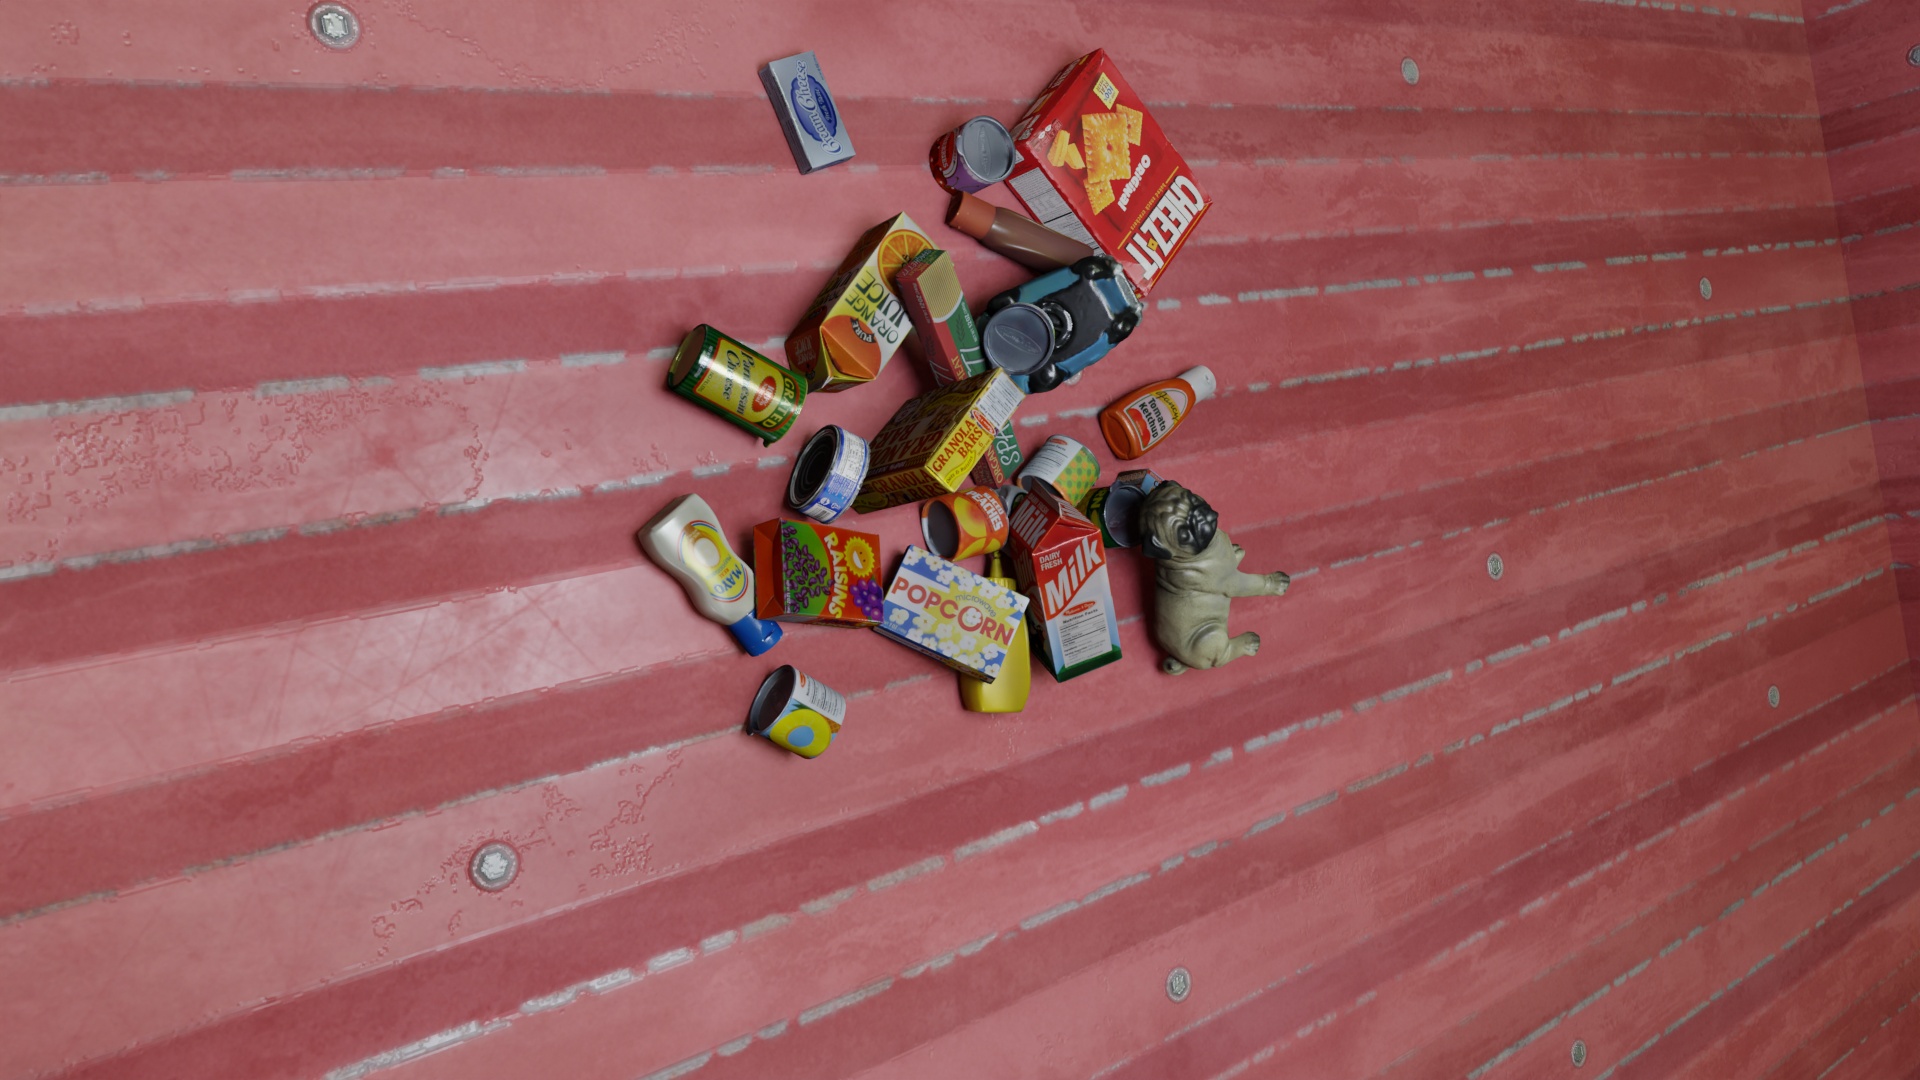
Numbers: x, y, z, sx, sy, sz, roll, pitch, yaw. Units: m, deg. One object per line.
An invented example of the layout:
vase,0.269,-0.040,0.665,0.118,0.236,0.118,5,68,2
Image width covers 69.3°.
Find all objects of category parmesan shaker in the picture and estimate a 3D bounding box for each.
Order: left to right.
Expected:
parmesan shaker,-0.195,-0.134,1.207,0.103,0.071,0.071,27,71,-29

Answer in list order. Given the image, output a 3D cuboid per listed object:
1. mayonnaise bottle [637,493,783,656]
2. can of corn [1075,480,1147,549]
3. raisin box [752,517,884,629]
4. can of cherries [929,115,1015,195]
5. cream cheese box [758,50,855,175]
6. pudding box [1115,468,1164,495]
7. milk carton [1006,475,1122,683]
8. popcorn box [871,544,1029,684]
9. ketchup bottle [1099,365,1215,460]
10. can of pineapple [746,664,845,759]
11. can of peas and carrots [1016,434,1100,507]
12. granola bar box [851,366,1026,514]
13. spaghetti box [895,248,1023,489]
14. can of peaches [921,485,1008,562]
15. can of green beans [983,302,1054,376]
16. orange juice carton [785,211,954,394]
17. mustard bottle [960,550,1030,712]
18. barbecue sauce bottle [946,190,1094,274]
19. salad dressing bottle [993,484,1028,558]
mayonnaise bottle,-0.209,0.033,1.195,0.065,0.041,0.147,-47,111,-32
can of corn,0.155,-0.026,1.440,0.071,0.058,0.071,3,84,-34
raisin box,-0.124,0.031,1.231,0.123,0.040,0.086,11,69,-49
can of cherries,0.010,-0.381,1.376,0.071,0.058,0.071,3,85,-34
cream cheese box,-0.142,-0.398,1.294,0.053,0.024,0.103,-29,101,-31
pudding box,0.209,-0.043,1.483,0.083,0.049,0.030,35,69,-27
milk carton,0.097,0.033,1.339,0.073,0.072,0.189,-20,119,-13
popcorn box,-0.010,0.069,1.299,0.127,0.038,0.085,25,71,-2
ketchup bottle,0.217,-0.144,1.503,0.149,0.043,0.064,-33,104,-33
can of pineapple,-0.144,0.152,1.215,0.058,0.071,0.071,34,68,-27
can of peas and carrots,0.099,-0.062,1.401,0.071,0.071,0.059,50,62,-20
granola bar box,-0.030,-0.088,1.255,0.039,0.165,0.125,46,63,-20
spaghetti box,0.003,-0.156,1.314,0.050,0.029,0.249,-49,134,-31
can of peaches,0.005,-0.017,1.329,0.058,0.071,0.071,-14,93,-33
can of green beans,0.056,-0.192,1.317,0.071,0.058,0.071,1,101,4
orange juice carton,-0.093,-0.205,1.280,0.073,0.071,0.193,42,64,-23
mustard bottle,0.035,0.087,1.352,0.065,0.048,0.160,6,81,-29
barbecue sauce bottle,0.058,-0.306,1.402,0.148,0.065,0.043,20,86,-22
salad dressing bottle,0.081,0.007,1.394,0.147,0.044,0.064,44,51,-25
